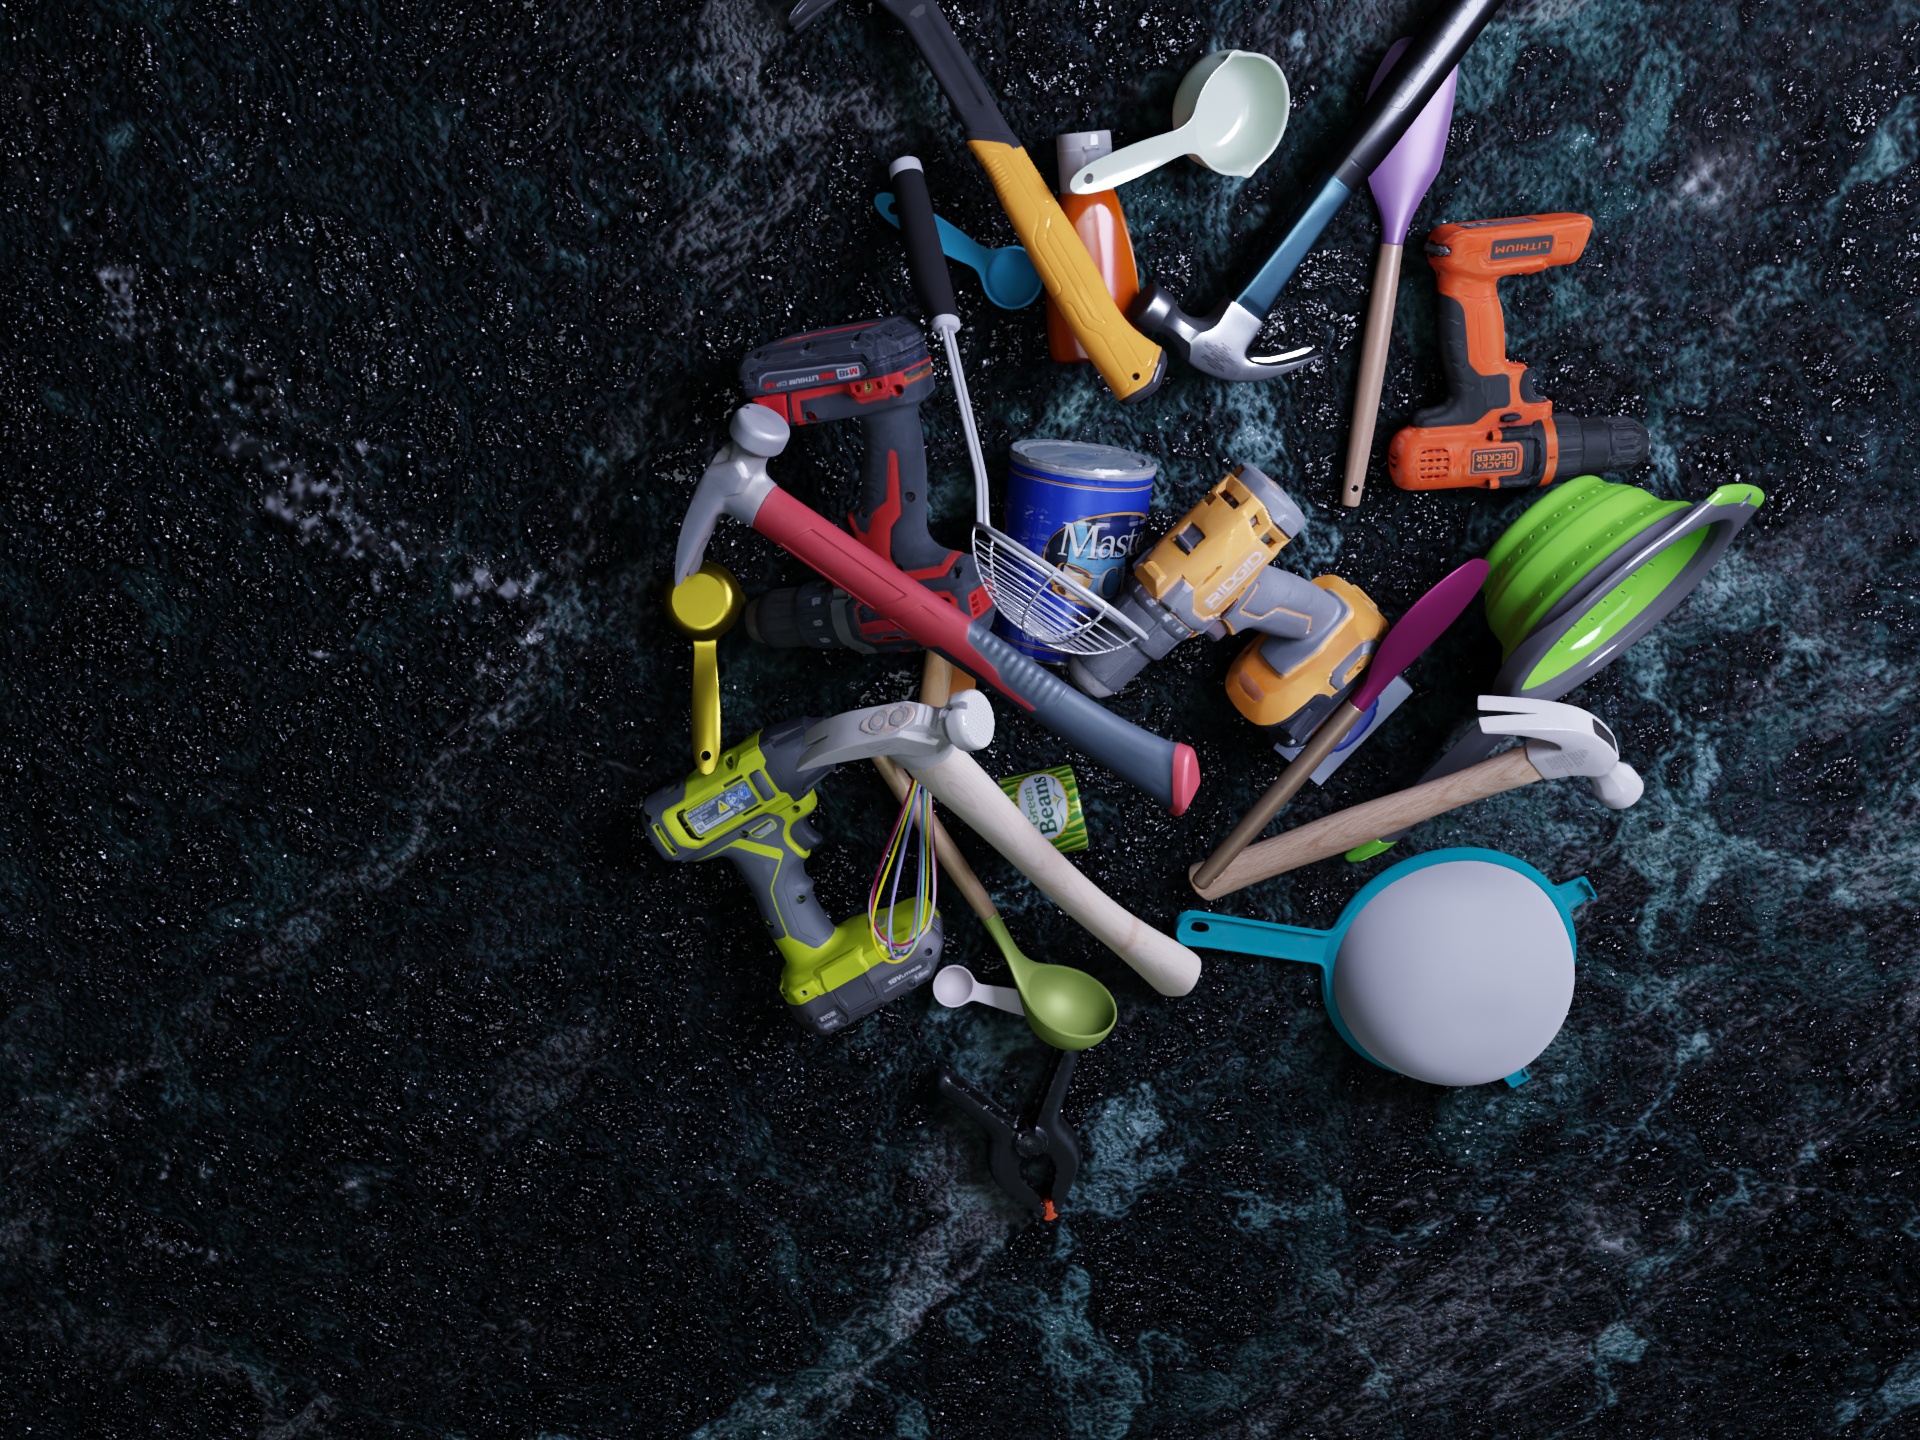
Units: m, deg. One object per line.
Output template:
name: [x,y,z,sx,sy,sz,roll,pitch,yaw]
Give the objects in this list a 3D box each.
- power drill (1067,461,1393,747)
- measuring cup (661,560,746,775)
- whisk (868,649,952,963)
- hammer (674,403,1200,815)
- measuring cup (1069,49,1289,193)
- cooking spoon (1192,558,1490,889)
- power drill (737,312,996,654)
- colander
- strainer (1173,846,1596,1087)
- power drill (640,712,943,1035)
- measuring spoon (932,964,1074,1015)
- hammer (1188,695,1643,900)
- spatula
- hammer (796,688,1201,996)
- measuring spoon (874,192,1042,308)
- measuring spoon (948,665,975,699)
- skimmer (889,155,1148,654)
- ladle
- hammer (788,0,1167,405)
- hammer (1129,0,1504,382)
power drill: [0.191,-0.058,1.109,0.185,0.084,0.226,-45,138,12]
measuring cup: [-0.186,-0.038,1.150,0.062,0.029,0.156,-1,91,-1]
whisk: [-0.032,0.056,1.167,0.047,0.051,0.245,10,85,-16]
hammer: [-0.014,-0.047,1.060,0.386,0.038,0.143,35,125,3]
measuring cup: [0.136,-0.382,1.038,0.167,0.038,0.083,-27,128,-13]
cooking spoon: [0.270,0.008,1.150,0.068,0.017,0.318,6,128,-52]
power drill: [-0.084,-0.152,1.101,0.188,0.080,0.226,-4,111,24]
colander: [0.396,-0.050,1.170,0.095,0.204,0.397,53,124,23]
strainer: [0.340,0.204,1.258,0.340,0.095,0.211,10,109,-8]
power drill: [-0.112,0.112,1.210,0.171,0.080,0.223,-29,106,7]
measuring spoon: [0.034,0.224,1.293,0.124,0.018,0.034,16,92,-16]
hammer: [0.313,0.068,1.168,0.331,0.031,0.130,-25,130,32]
spatula: [0.295,-0.306,1.111,0.060,0.018,0.315,4,109,0]
hammer: [0.054,0.106,1.155,0.146,0.038,0.410,-11,142,33]
measuring spoon: [-0.002,-0.325,1.091,0.128,0.021,0.042,30,98,-4]
measuring spoon: [-0.002,-0.004,1.210,0.021,0.011,0.117,5,106,-5]
skimmer: [0.031,-0.209,1.020,0.090,0.127,0.363,-17,77,17]
ladle: [0.018,0.126,1.234,0.062,0.078,0.320,-26,105,30]
hammer: [0.027,-0.351,1.034,0.127,0.034,0.337,-32,96,7]
hammer: [0.258,-0.369,1.054,0.128,0.033,0.331,30,106,-25]
